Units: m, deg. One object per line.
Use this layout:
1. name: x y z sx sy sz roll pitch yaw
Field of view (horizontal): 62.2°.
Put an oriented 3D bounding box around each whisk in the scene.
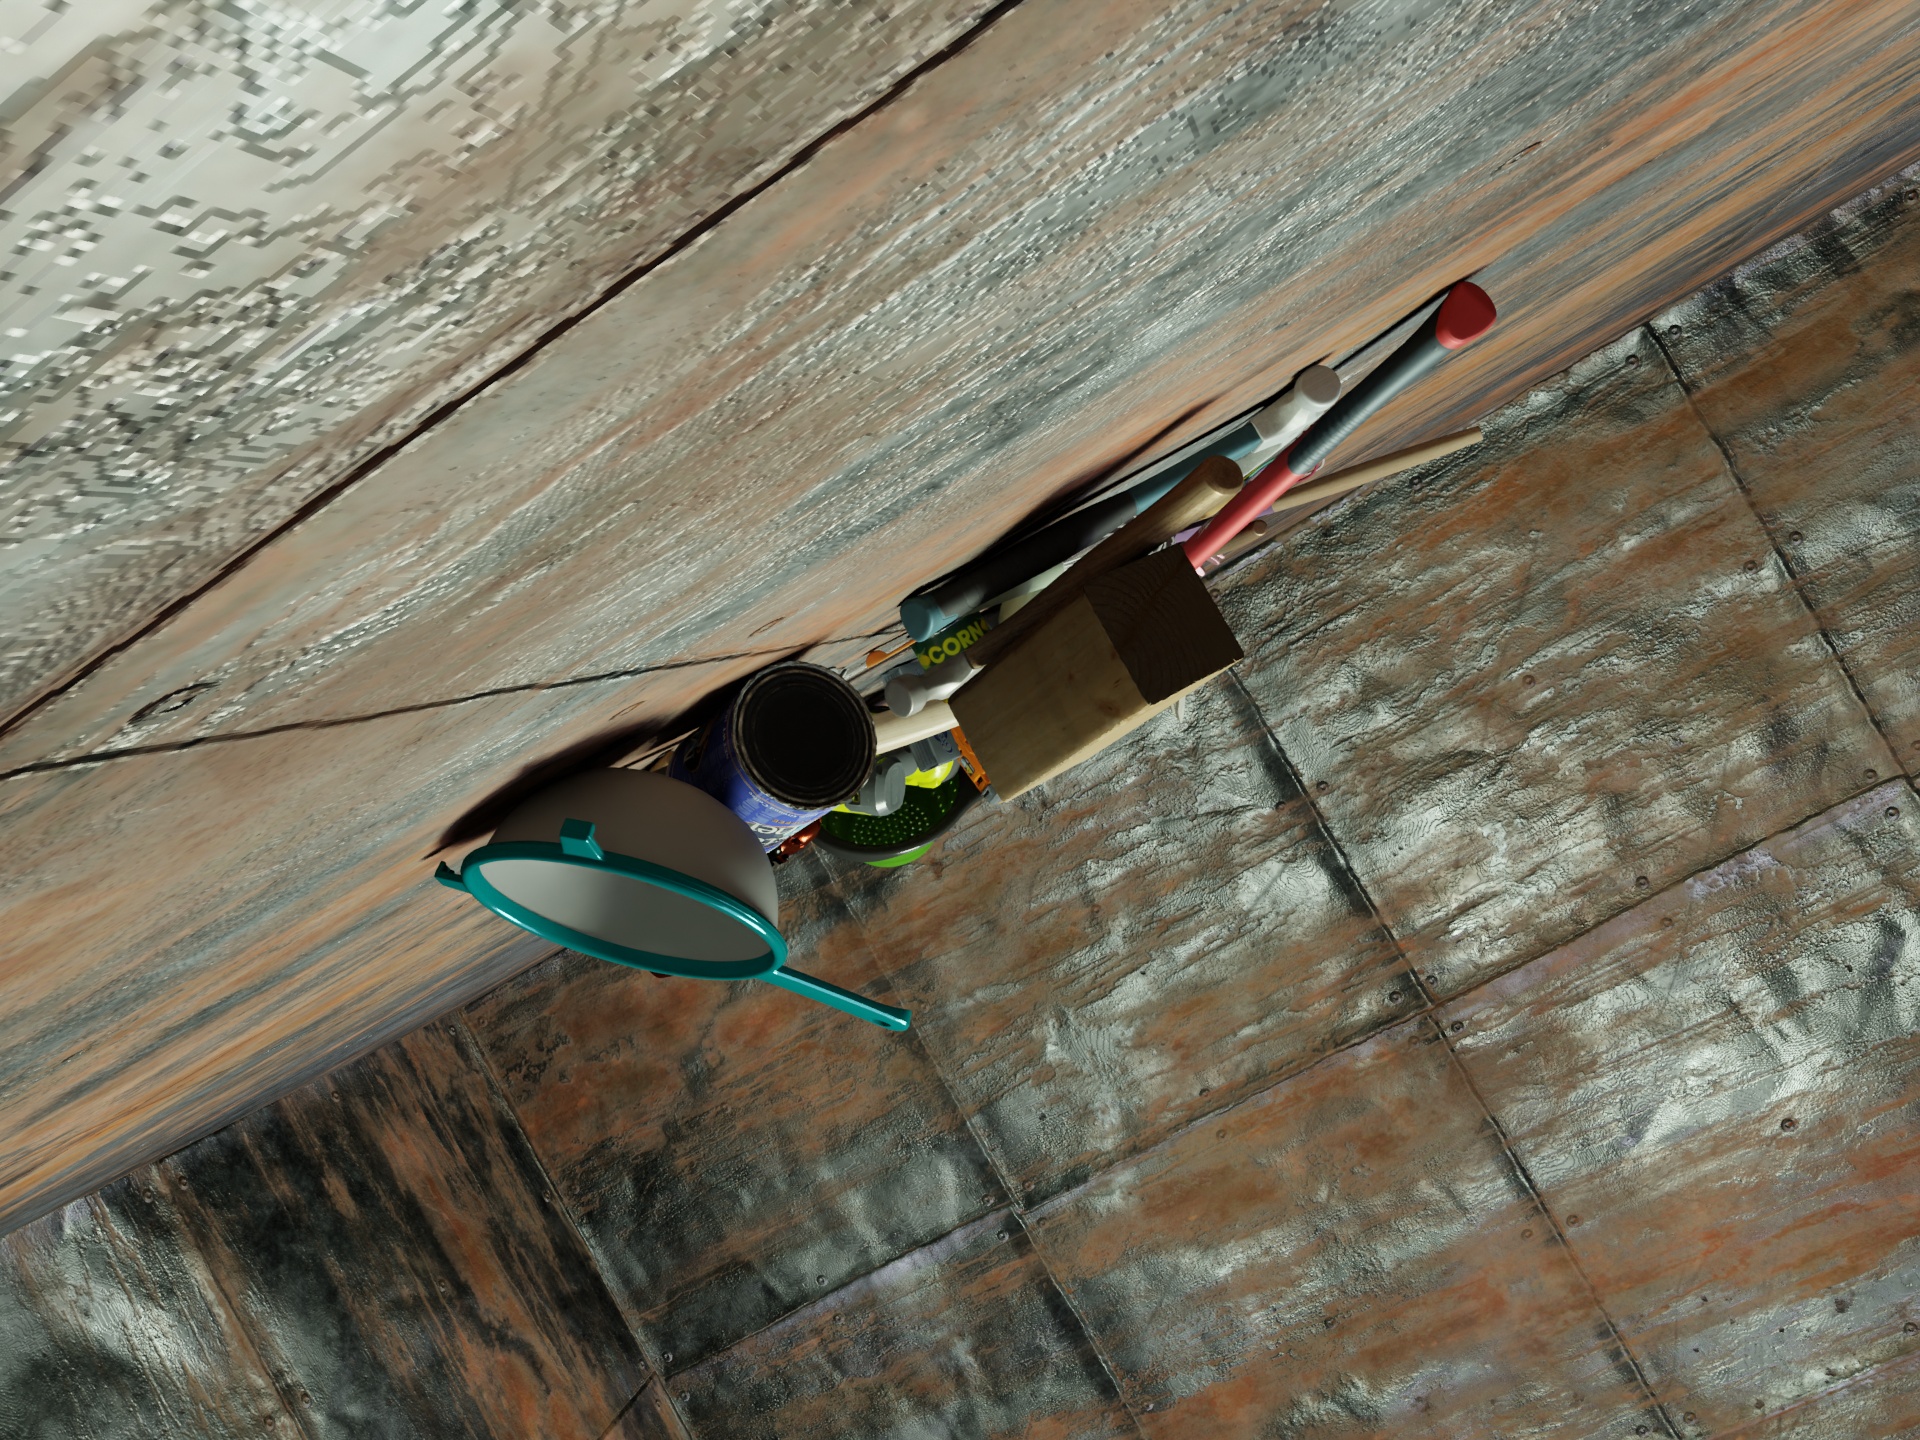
1. whisk: 0.075 -0.118 1.207 0.246 0.058 0.059 -23 138 -37
2. whisk: 0.263 -0.219 1.427 0.051 0.047 0.245 -21 180 -15

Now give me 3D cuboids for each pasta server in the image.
1. pasta server: 0.234 -0.151 1.433 0.060 0.040 0.316 -42 -177 -3

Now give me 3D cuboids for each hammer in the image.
1. hammer: 0.078 -0.092 1.105 0.130 0.031 0.331 -24 173 -40
2. hammer: 0.106 -0.146 1.110 0.331 0.033 0.128 -29 177 -7
3. hammer: -0.002 -0.005 1.409 0.410 0.146 0.038 -19 -155 -2
4. hammer: 0.256 -0.202 1.217 0.386 0.038 0.143 -43 -169 45

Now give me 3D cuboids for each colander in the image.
1. colander: -0.162 0.115 1.776 0.397 0.205 0.094 -14 138 -6

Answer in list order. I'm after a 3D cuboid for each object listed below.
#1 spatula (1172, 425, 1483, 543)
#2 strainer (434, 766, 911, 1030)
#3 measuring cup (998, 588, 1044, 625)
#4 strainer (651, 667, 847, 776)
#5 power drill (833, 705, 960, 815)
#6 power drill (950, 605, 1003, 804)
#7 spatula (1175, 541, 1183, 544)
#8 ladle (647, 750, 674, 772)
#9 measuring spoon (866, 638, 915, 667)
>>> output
1. spatula: 0.297 -0.197 1.390 0.316 0.018 0.060 -18 180 18
2. strainer: -0.158 0.115 1.061 0.340 0.095 0.211 29 150 -33
3. measuring cup: 0.076 -0.091 1.286 0.038 0.083 0.167 9 172 -21
4. strainer: -0.164 0.021 1.199 0.258 0.050 0.086 -27 158 -42
5. power drill: -0.107 0.042 1.636 0.171 0.080 0.223 5 -168 23
6. power drill: 0.035 -0.030 1.563 0.084 0.164 0.226 -28 165 -29
7. spatula: 0.187 -0.182 1.507 0.081 0.041 0.322 -29 174 2
8. ladle: -0.276 0.092 1.312 0.078 0.062 0.320 -36 179 -34
9. measuring spoon: -0.030 -0.075 1.295 0.117 0.011 0.021 -32 -173 -21
